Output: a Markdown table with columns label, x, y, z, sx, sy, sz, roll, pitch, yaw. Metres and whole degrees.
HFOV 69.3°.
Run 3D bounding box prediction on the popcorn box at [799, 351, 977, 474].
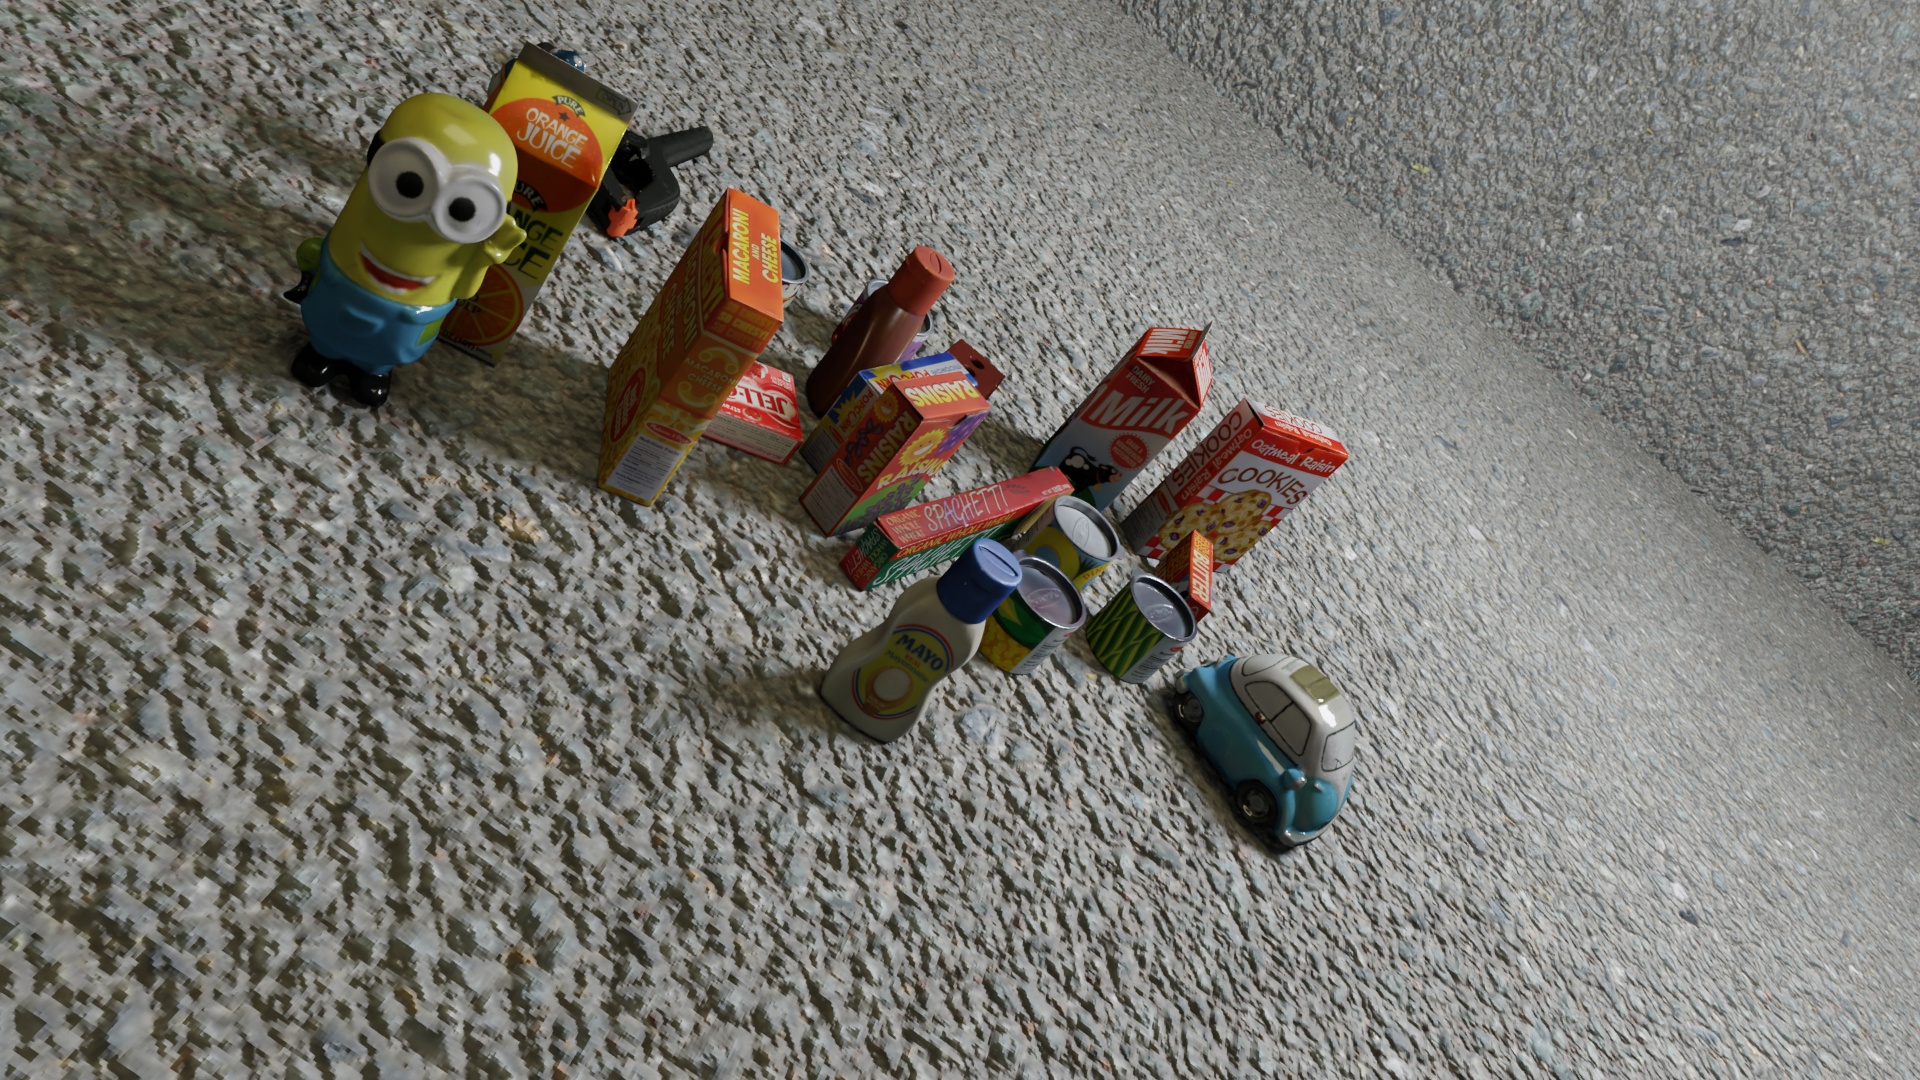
| label | x | y | z | sx | sy | sz | roll | pitch | yaw |
| --- | --- | --- | --- | --- | --- | --- | --- | --- | --- |
| popcorn box | -0.052 | -0.093 | 1.040 | 0.038 | 0.085 | 0.127 | 49 | 32 | 11 |

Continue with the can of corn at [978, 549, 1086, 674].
| label | x | y | z | sx | sy | sz | roll | pitch | yaw |
| --- | --- | --- | --- | --- | --- | --- | --- | --- | --- |
| can of corn | 0.045 | 0.052 | 0.995 | 0.071 | 0.058 | 0.071 | 28 | 34 | -21 |

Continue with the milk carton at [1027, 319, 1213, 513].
| label | x | y | z | sx | sy | sz | roll | pitch | yaw |
| --- | --- | --- | --- | --- | --- | --- | --- | --- | --- |
| milk carton | 0.147 | -0.109 | 1.175 | 0.073 | 0.189 | 0.073 | 39 | 31 | -4 |

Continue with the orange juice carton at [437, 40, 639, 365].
| label | x | y | z | sx | sy | sz | roll | pitch | yaw |
| --- | --- | --- | --- | --- | --- | --- | --- | --- | --- |
| orange juice carton | -0.269 | -0.206 | 0.840 | 0.072 | 0.191 | 0.073 | 27 | 34 | -23 |

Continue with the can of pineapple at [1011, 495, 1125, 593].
| label | x | y | z | sx | sy | sz | roll | pitch | yaw |
| --- | --- | --- | --- | --- | --- | --- | --- | --- | --- |
| can of pineapple | 0.083 | 0.009 | 1.089 | 0.071 | 0.057 | 0.071 | 28 | 34 | -21 |

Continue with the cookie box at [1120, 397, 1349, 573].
| label | x | y | z | sx | sy | sz | roll | pitch | yaw |
| --- | --- | --- | --- | --- | --- | --- | --- | --- | --- |
| cookie box | 0.241 | -0.043 | 1.219 | 0.123 | 0.166 | 0.040 | 12 | 42 | -39 |

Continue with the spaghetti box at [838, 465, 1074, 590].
| label | x | y | z | sx | sy | sz | roll | pitch | yaw |
| --- | --- | --- | --- | --- | --- | --- | --- | --- | --- |
| spaghetti box | 0.004 | -0.013 | 1.037 | 0.029 | 0.050 | 0.251 | 51 | 33 | 14 |

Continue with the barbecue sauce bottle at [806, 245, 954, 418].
| label | x | y | z | sx | sy | sz | roll | pitch | yaw |
| --- | --- | --- | --- | --- | --- | --- | --- | --- | --- |
| barbecue sauce bottle | -0.061 | -0.156 | 1.046 | 0.043 | 0.148 | 0.065 | 25 | 35 | -26 |

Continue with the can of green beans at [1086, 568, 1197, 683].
| label | x | y | z | sx | sy | sz | roll | pitch | yaw |
| --- | --- | --- | --- | --- | --- | --- | --- | --- | --- |
| can of green beans | 0.140 | 0.069 | 1.078 | 0.071 | 0.057 | 0.071 | 28 | 34 | -21 |

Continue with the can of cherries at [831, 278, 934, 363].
| label | x | y | z | sx | sy | sz | roll | pitch | yaw |
| --- | --- | --- | --- | --- | --- | --- | --- | --- | --- |
| can of cherries | -0.066 | -0.172 | 1.146 | 0.071 | 0.058 | 0.072 | 28 | 34 | -21 |

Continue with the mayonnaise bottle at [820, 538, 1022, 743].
| label | x | y | z | sx | sy | sz | roll | pitch | yaw |
| --- | --- | --- | --- | --- | --- | --- | --- | --- | --- |
| mayonnaise bottle | -0.021 | 0.058 | 0.831 | 0.065 | 0.147 | 0.041 | 37 | 32 | -8 |

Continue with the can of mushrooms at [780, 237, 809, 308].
| label | x | y | z | sx | sy | sz | roll | pitch | yaw |
| --- | --- | --- | --- | --- | --- | --- | --- | --- | --- |
| can of mushrooms | -0.161 | -0.220 | 1.126 | 0.071 | 0.033 | 0.071 | 28 | 34 | -21 |

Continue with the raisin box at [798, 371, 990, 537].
| label | x | y | z | sx | sy | sz | roll | pitch | yaw |
| --- | --- | --- | --- | --- | --- | --- | --- | --- | --- |
| raisin box | -0.046 | -0.061 | 0.971 | 0.040 | 0.123 | 0.086 | 51 | 33 | 15 |

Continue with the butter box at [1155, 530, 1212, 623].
| label | x | y | z | sx | sy | sz | roll | pitch | yaw |
| --- | --- | --- | --- | --- | --- | --- | --- | --- | --- |
| butter box | 0.187 | 0.039 | 1.169 | 0.024 | 0.053 | 0.104 | 35 | 32 | -12 |

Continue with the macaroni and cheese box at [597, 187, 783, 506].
| label | x | y | z | sx | sy | sz | roll | pitch | yaw |
| --- | --- | --- | --- | --- | --- | --- | --- | --- | --- |
| macaroni and cheese box | -0.170 | -0.121 | 0.868 | 0.040 | 0.165 | 0.124 | 23 | 36 | -28 |
